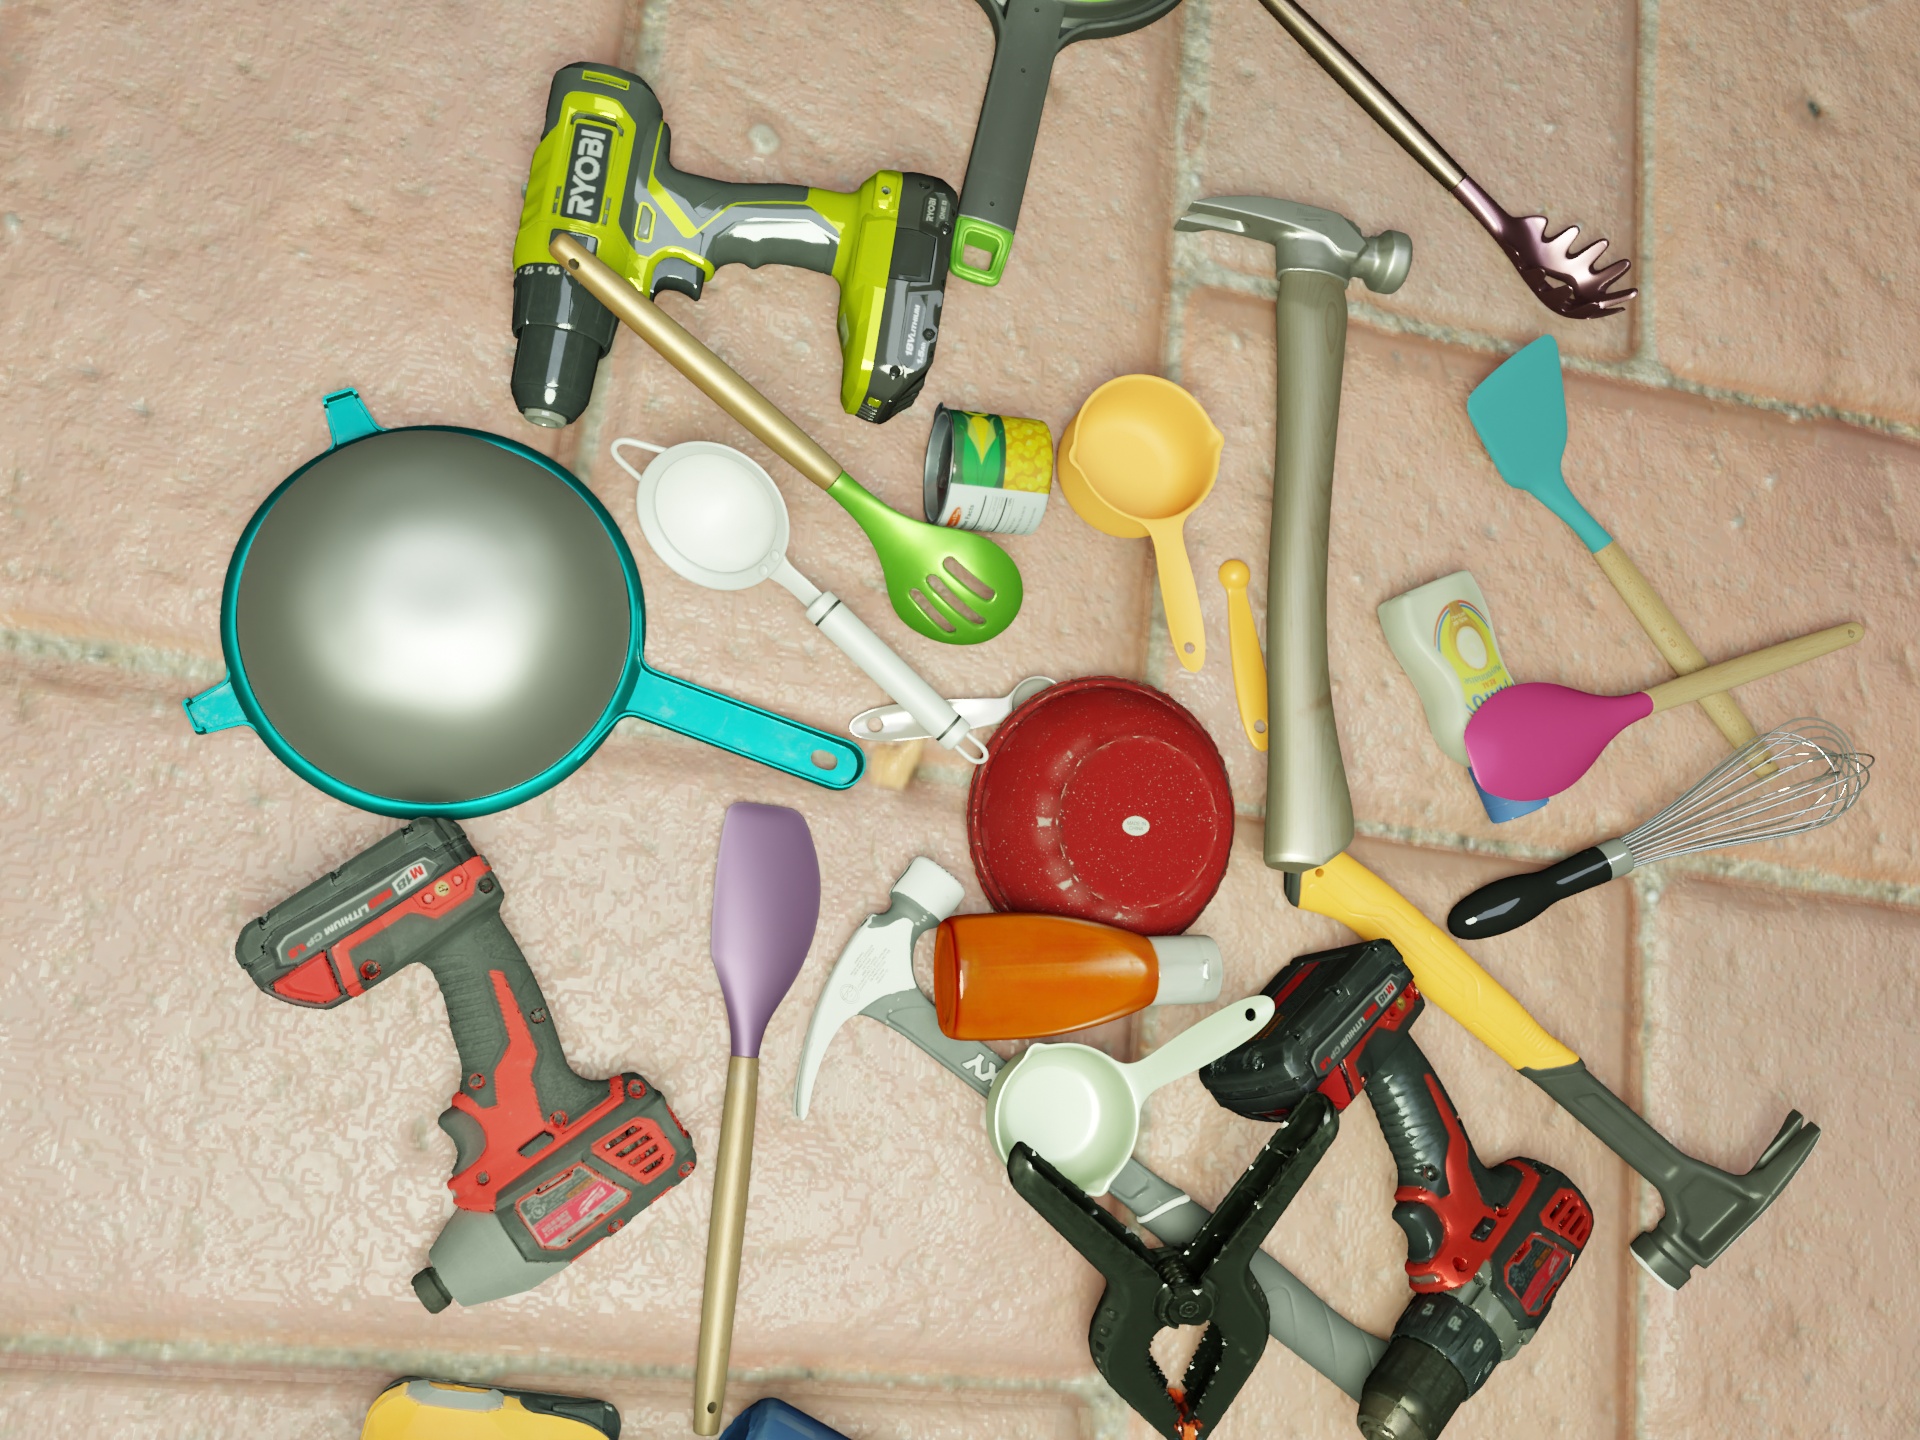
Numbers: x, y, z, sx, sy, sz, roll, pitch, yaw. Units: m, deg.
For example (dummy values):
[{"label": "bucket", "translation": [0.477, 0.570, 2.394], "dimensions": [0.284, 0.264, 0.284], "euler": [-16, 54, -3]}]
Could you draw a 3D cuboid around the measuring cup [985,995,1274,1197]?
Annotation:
[{"label": "measuring cup", "translation": [0.089, 0.185, 0.828], "dimensions": [0.167, 0.038, 0.083], "euler": [-25, 89, -18]}]

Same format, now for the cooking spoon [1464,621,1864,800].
[{"label": "cooking spoon", "translation": [0.437, -0.017, 0.971], "dimensions": [0.319, 0.017, 0.069], "euler": [-16, 85, -21]}]

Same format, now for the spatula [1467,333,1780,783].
[{"label": "spatula", "translation": [0.424, -0.090, 0.997], "dimensions": [0.082, 0.044, 0.317], "euler": [-38, 92, -18]}]

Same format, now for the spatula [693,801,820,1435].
[{"label": "spatula", "translation": [-0.112, 0.200, 0.821], "dimensions": [0.059, 0.018, 0.316], "euler": [10, 77, -23]}]

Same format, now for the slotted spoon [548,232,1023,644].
[{"label": "slotted spoon", "translation": [-0.088, -0.142, 0.837], "dimensions": [0.313, 0.031, 0.070], "euler": [40, 113, -18]}]

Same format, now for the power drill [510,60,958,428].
[{"label": "power drill", "translation": [-0.127, -0.237, 0.866], "dimensions": [0.228, 0.080, 0.190], "euler": [10, 82, -10]}]

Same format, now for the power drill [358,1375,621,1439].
[{"label": "power drill", "translation": [-0.179, 0.346, 0.667], "dimensions": [0.185, 0.226, 0.084], "euler": [13, 78, -12]}]

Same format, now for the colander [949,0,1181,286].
[{"label": "colander", "translation": [0.057, -0.451, 0.940], "dimensions": [0.204, 0.094, 0.397], "euler": [15, 77, -11]}]

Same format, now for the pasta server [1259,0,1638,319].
[{"label": "pasta server", "translation": [0.305, -0.369, 1.020], "dimensions": [0.316, 0.040, 0.060], "euler": [44, 61, -2]}]

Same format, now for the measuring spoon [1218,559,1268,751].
[{"label": "measuring spoon", "translation": [0.171, -0.039, 0.939], "dimensions": [0.021, 0.011, 0.117], "euler": [-5, 82, -15]}]

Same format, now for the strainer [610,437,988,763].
[{"label": "strainer", "translation": [-0.080, -0.066, 0.857], "dimensions": [0.258, 0.087, 0.050], "euler": [44, 34, -4]}]

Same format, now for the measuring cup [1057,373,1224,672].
[{"label": "measuring cup", "translation": [0.108, -0.108, 0.916], "dimensions": [0.095, 0.052, 0.174], "euler": [-10, 85, -16]}]

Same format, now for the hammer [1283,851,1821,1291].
[{"label": "hammer", "translation": [0.326, 0.177, 0.913], "dimensions": [0.337, 0.034, 0.127], "euler": [40, 98, -1]}]

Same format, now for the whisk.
[{"label": "whisk", "translation": [0.419, 0.071, 0.955], "dimensions": [0.284, 0.070, 0.070], "euler": [-21, 86, -7]}]

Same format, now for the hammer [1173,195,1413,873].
[{"label": "hammer", "translation": [0.190, -0.117, 0.928], "dimensions": [0.146, 0.038, 0.411], "euler": [8, 73, -11]}]

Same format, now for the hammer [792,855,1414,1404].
[{"label": "hammer", "translation": [0.091, 0.255, 0.855], "dimensions": [0.409, 0.036, 0.149], "euler": [39, 74, -5]}]

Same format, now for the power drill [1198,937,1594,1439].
[{"label": "power drill", "translation": [0.228, 0.253, 0.853], "dimensions": [0.188, 0.080, 0.226], "euler": [-38, 94, -31]}]

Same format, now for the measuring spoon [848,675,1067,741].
[{"label": "measuring spoon", "translation": [-0.001, -0.003, 0.890], "dimensions": [0.124, 0.018, 0.034], "euler": [-6, 89, -9]}]

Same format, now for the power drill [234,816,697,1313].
[{"label": "power drill", "translation": [-0.242, 0.167, 0.765], "dimensions": [0.143, 0.078, 0.219], "euler": [-34, 93, -17]}]

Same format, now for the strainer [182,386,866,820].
[{"label": "strainer", "translation": [-0.202, -0.037, 0.799], "dimensions": [0.340, 0.095, 0.211], "euler": [21, 76, -9]}]
